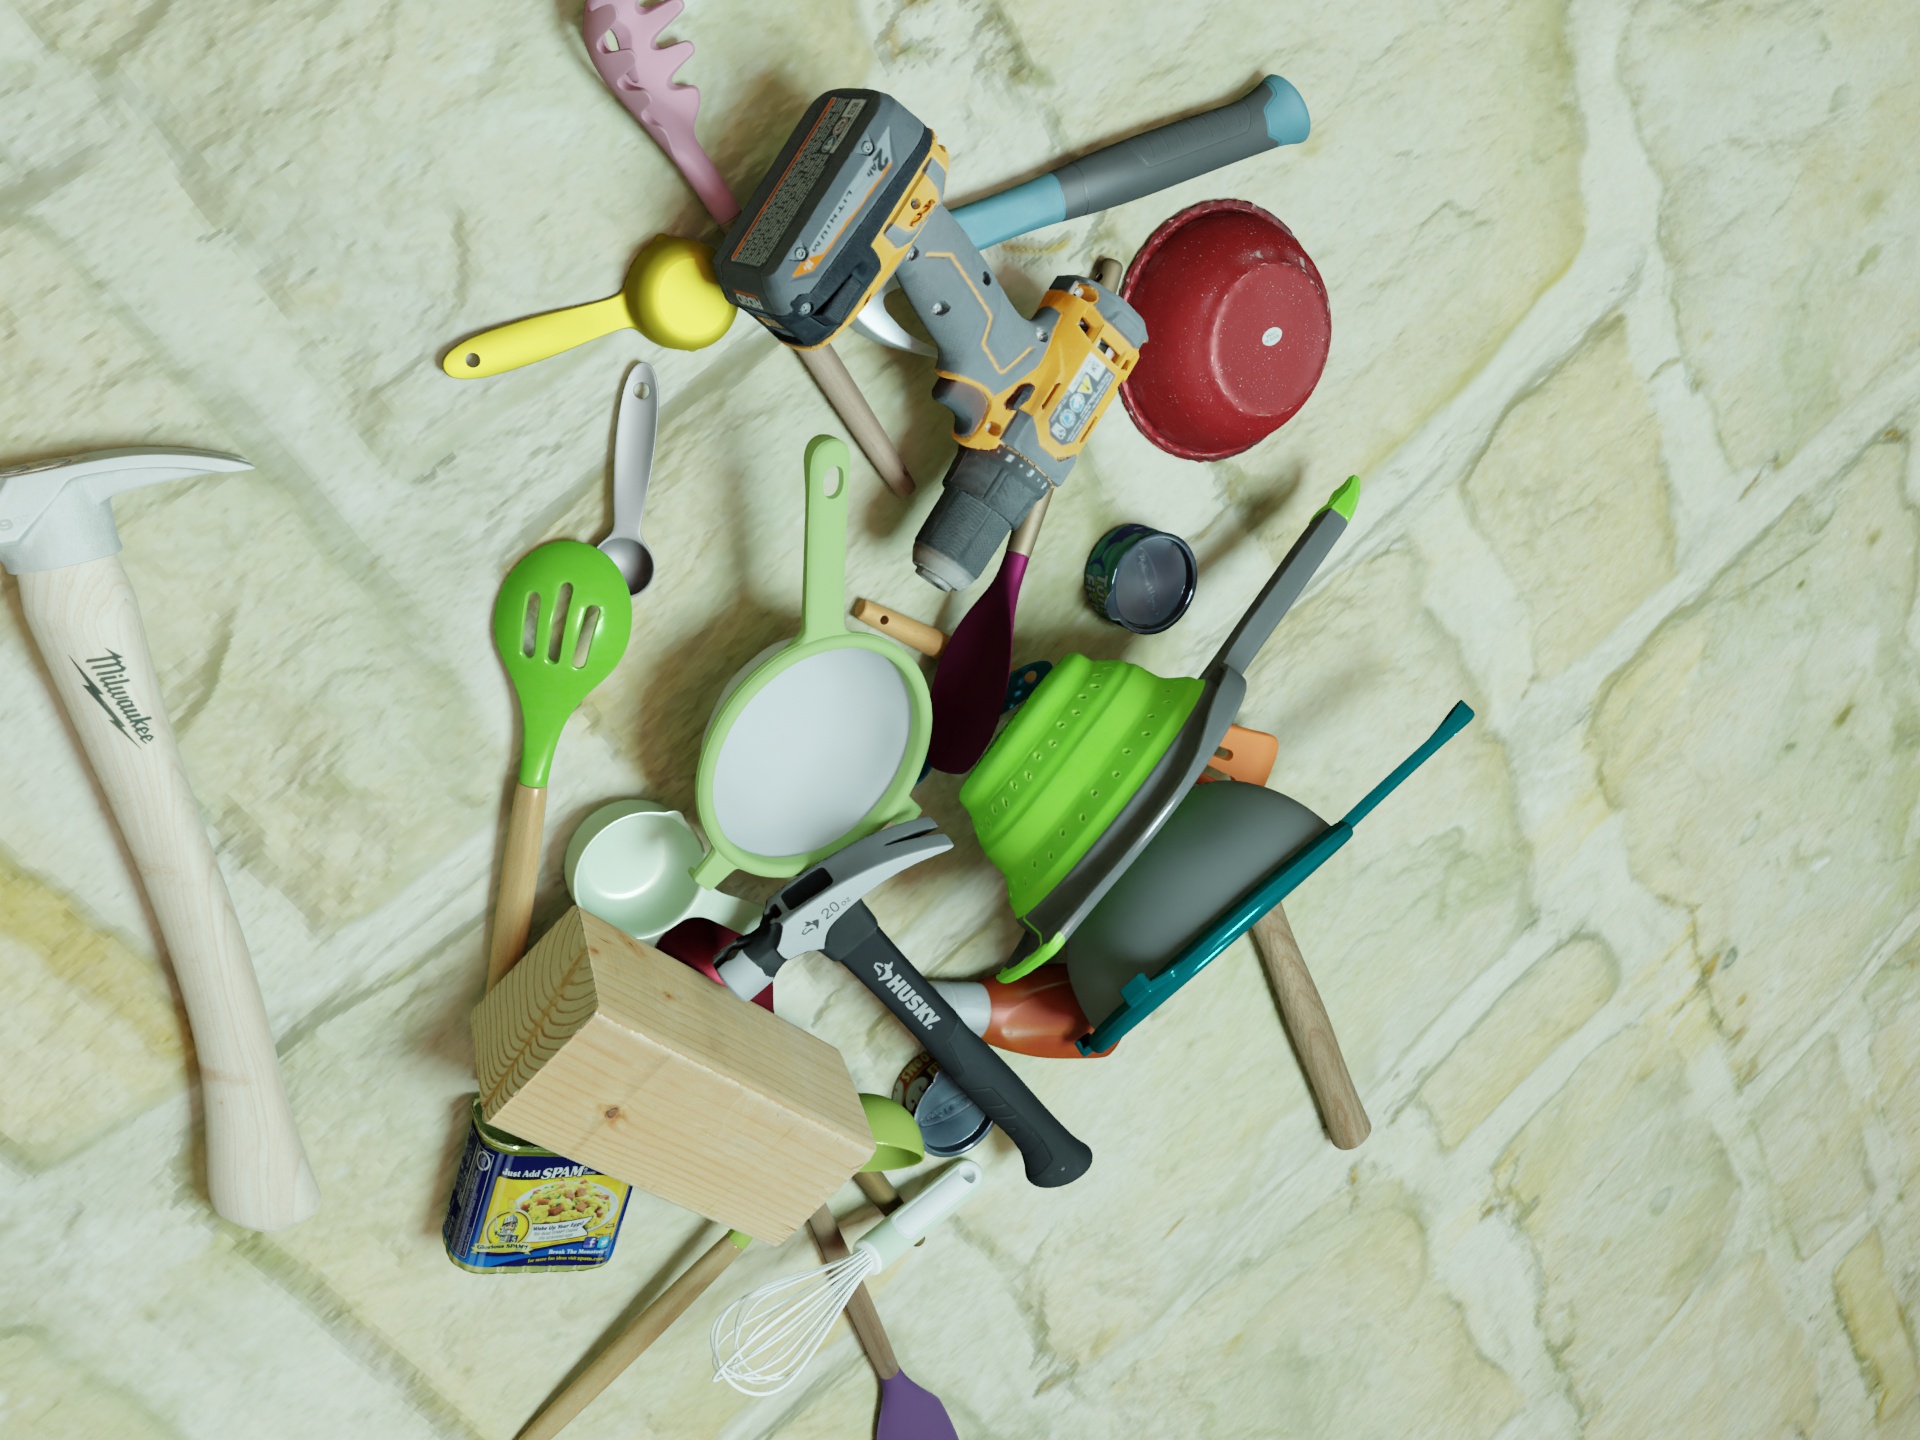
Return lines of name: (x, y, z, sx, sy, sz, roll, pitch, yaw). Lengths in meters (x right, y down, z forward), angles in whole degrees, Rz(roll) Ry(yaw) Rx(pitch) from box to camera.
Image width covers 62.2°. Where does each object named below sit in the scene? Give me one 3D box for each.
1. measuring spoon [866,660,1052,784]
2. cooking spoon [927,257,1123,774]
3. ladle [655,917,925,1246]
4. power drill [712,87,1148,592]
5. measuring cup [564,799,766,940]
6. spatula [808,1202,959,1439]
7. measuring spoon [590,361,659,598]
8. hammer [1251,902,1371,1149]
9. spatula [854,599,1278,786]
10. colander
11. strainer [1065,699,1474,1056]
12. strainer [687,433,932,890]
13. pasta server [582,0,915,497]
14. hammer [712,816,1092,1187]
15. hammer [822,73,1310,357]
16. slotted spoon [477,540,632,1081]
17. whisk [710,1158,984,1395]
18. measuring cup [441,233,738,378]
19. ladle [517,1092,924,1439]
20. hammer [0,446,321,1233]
measuring spoon: (-0.002, -0.003, 0.965, 0.128, 0.021, 0.042, -32, 119, -5)
cooking spoon: (0.042, -0.121, 0.929, 0.017, 0.069, 0.319, 21, 84, -37)
ladle: (-0.095, 0.241, 1.004, 0.069, 0.031, 0.315, -37, 123, -11)
power drill: (-0.019, -0.188, 0.828, 0.226, 0.084, 0.185, 33, 88, -39)
measuring cup: (-0.151, 0.098, 0.915, 0.167, 0.038, 0.083, 28, 91, -36)
spatula: (-0.059, 0.432, 1.095, 0.060, 0.018, 0.315, -27, 119, -19)
measuring spoon: (-0.172, -0.126, 0.839, 0.034, 0.018, 0.124, 7, 99, -5)
hammer: (0.253, 0.201, 1.189, 0.130, 0.031, 0.331, -35, 121, -15)
spatula: (0.070, -0.009, 1.005, 0.322, 0.041, 0.081, 23, 95, -33)
colander: (0.112, -0.030, 0.948, 0.094, 0.204, 0.397, 38, 67, 0)
strainer: (0.184, 0.067, 1.010, 0.340, 0.211, 0.095, -38, 77, -17)
strainer: (-0.090, -0.038, 0.868, 0.151, 0.069, 0.256, -16, 124, -34)
pasta server: (-0.100, -0.241, 0.828, 0.315, 0.040, 0.060, 55, 38, -33)
hammer: (-0.002, 0.195, 0.983, 0.146, 0.035, 0.334, -40, 127, -4)
hammer: (0.065, -0.303, 0.905, 0.331, 0.033, 0.128, -26, 117, -20)
slotted spoon: (-0.232, 0.058, 0.857, 0.070, 0.031, 0.313, 11, 105, -7)
whisk: (-0.064, 0.342, 1.003, 0.246, 0.058, 0.059, -25, 154, -47)
measuring cup: (-0.182, -0.199, 0.797, 0.156, 0.029, 0.062, -26, 118, -24)
ladle: (-0.151, 0.347, 0.974, 0.320, 0.062, 0.078, -44, 143, -1)
hammer: (-0.372, 0.073, 0.779, 0.146, 0.038, 0.410, -18, 115, -26)
